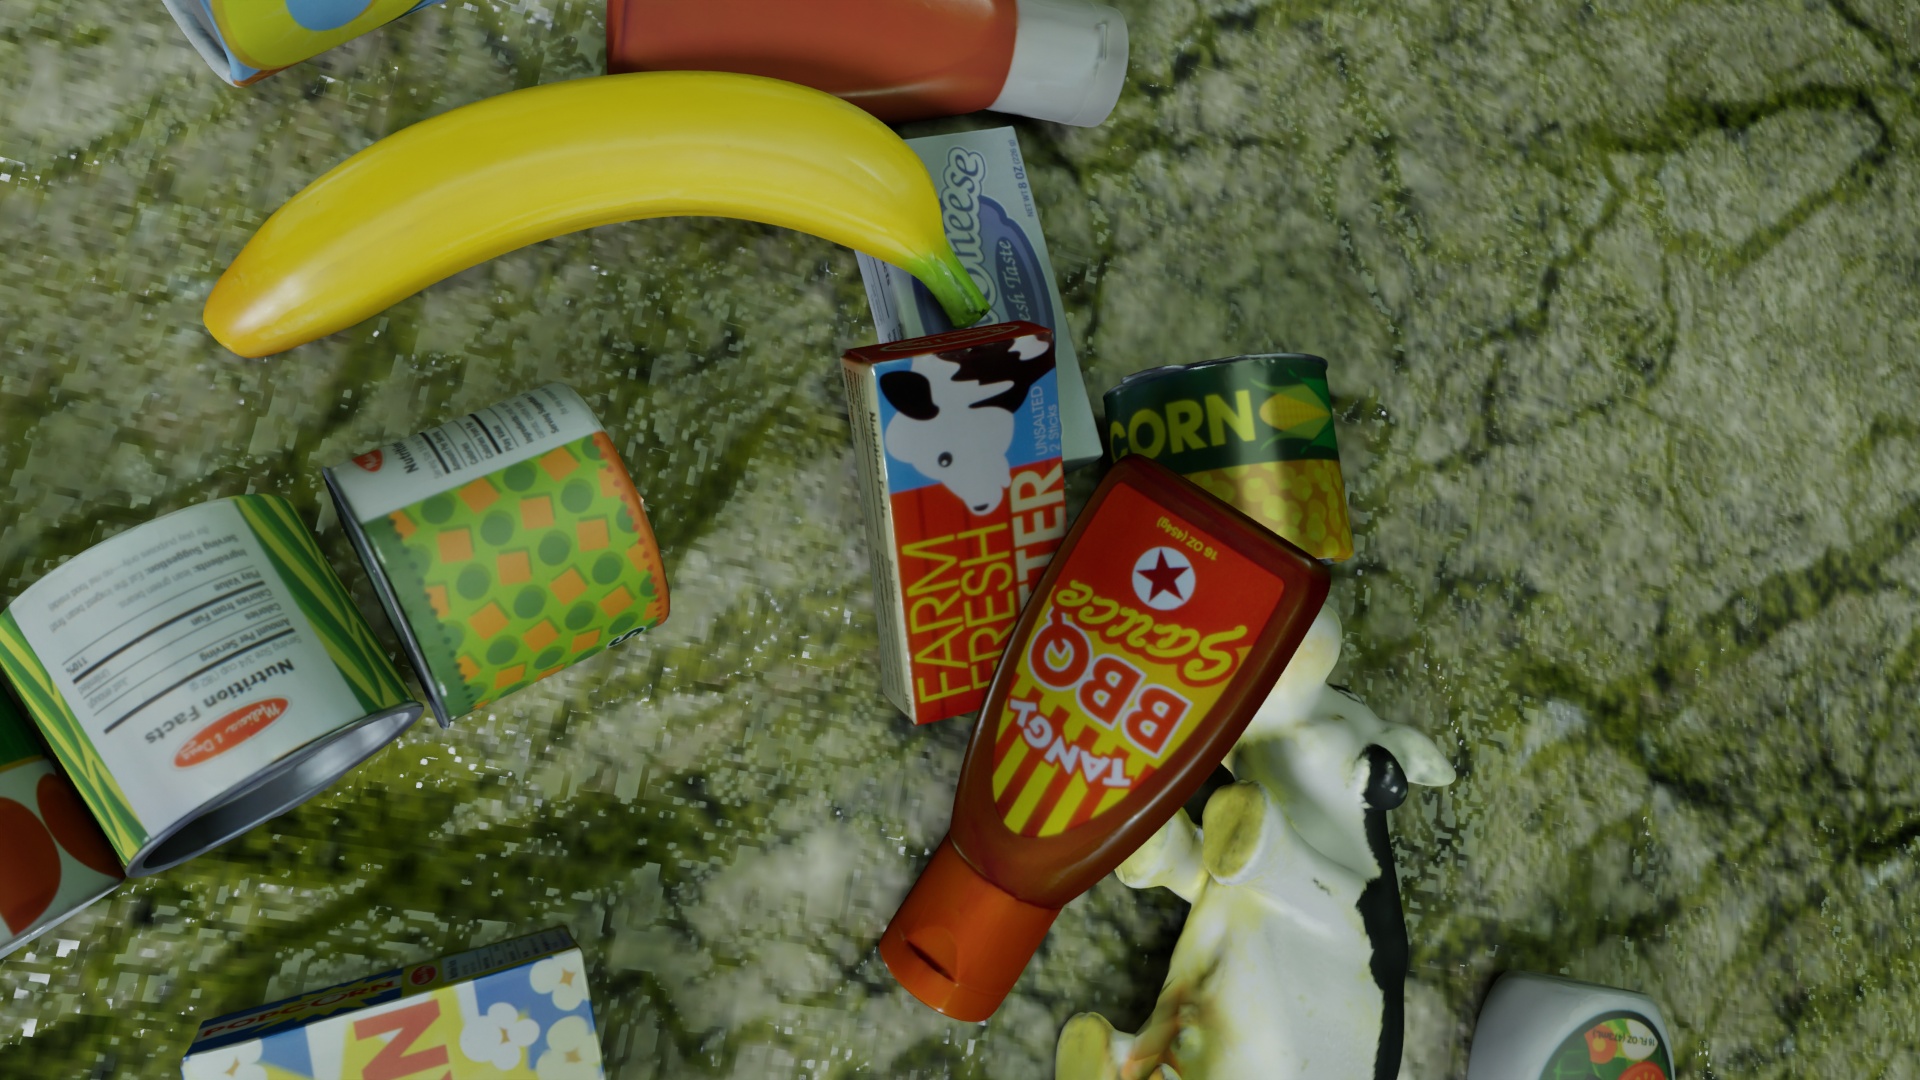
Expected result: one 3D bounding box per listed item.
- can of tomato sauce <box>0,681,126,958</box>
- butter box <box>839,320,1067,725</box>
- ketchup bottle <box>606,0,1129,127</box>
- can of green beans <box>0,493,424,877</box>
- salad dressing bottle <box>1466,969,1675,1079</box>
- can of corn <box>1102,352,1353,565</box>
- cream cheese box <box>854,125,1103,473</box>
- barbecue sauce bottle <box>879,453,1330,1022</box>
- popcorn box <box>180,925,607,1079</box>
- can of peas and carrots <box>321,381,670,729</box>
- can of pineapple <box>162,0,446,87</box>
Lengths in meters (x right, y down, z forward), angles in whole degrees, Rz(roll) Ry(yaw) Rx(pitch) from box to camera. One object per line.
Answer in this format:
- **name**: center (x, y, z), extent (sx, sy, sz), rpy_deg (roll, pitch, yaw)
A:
- **can of tomato sauce**: center (-0.224, 0.053, 0.282), extent (0.071, 0.071, 0.083), rpy_deg (-33, 94, -22)
- **butter box**: center (0.001, -0.005, 0.377), extent (0.053, 0.024, 0.103), rpy_deg (-13, 111, -20)
- **ketchup bottle**: center (-0.024, -0.150, 0.403), extent (0.149, 0.043, 0.064), rpy_deg (4, 88, -21)
- **can of green beans**: center (-0.163, 0.031, 0.305), extent (0.071, 0.071, 0.058), rpy_deg (-32, 87, -22)
- **salad dressing bottle**: center (0.182, 0.210, 0.421), extent (0.064, 0.044, 0.148), rpy_deg (13, 77, -17)
- **can of corn**: center (0.077, -0.019, 0.406), extent (0.071, 0.071, 0.058), rpy_deg (-5, 83, -22)
- **cream cheese box**: center (0.002, -0.067, 0.410), extent (0.053, 0.024, 0.104), rpy_deg (-14, 86, -21)
- **barbecue sauce bottle**: center (0.031, 0.054, 0.361), extent (0.065, 0.044, 0.148), rpy_deg (34, 99, 21)
- **popcorn box**: center (-0.119, 0.163, 0.316), extent (0.085, 0.038, 0.126), rpy_deg (-10, 85, -22)
- **can of peas and carrots**: center (-0.109, 0.004, 0.334), extent (0.059, 0.071, 0.071), rpy_deg (-26, 91, -23)
- **can of pineapple**: center (-0.167, -0.153, 0.335), extent (0.058, 0.071, 0.071), rpy_deg (-36, 95, -22)
